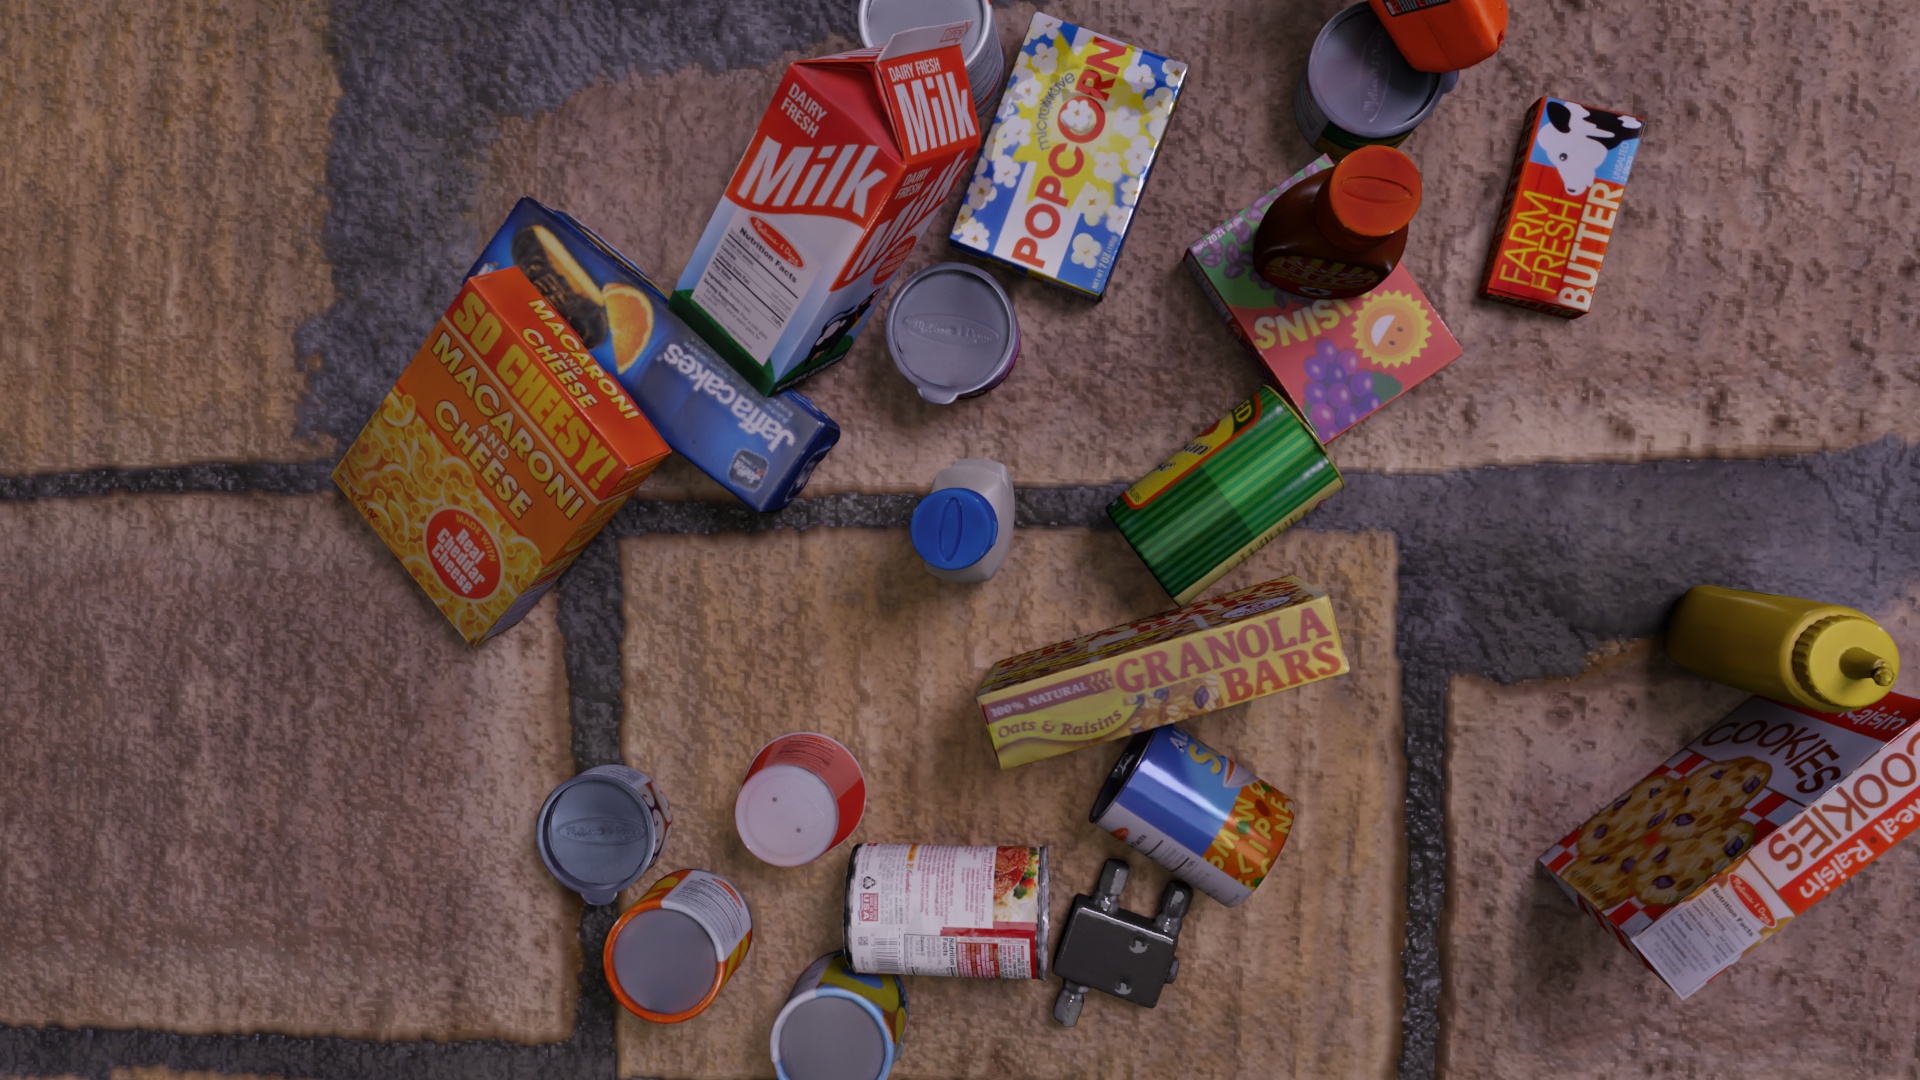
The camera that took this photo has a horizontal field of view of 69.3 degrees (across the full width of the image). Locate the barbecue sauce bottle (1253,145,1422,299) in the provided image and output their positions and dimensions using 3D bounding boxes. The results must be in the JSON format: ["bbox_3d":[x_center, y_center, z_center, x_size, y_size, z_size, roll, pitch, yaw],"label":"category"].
[{"bbox_3d":[0.170,-0.140,0.617,0.065,0.148,0.043,12,92,5],"label":"barbecue sauce bottle"}]

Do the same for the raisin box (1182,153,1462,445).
[{"bbox_3d":[0.183,-0.120,0.711,0.086,0.040,0.123,-34,87,5],"label":"raisin box"}]

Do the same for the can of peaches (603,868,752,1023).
[{"bbox_3d":[-0.152,0.218,0.744,0.071,0.058,0.071,0,92,5],"label":"can of peaches"}]

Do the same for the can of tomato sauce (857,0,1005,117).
[{"bbox_3d":[-0.015,-0.252,0.703,0.071,0.083,0.071,0,92,5],"label":"can of tomato sauce"}]

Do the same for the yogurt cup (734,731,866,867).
[{"bbox_3d":[-0.087,0.140,0.738,0.072,0.054,0.072,0,92,5],"label":"yogurt cup"}]

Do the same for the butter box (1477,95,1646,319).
[{"bbox_3d":[0.304,-0.168,0.705,0.053,0.024,0.103,15,93,4],"label":"butter box"}]

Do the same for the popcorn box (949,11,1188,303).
[{"bbox_3d":[0.056,-0.197,0.720,0.085,0.038,0.126,21,94,5],"label":"popcorn box"}]

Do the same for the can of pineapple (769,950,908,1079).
[{"bbox_3d":[-0.062,0.260,0.737,0.071,0.058,0.071,0,92,5],"label":"can of pineapple"}]

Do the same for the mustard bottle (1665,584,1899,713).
[{"bbox_3d":[0.384,0.051,0.638,0.065,0.160,0.048,17,93,3],"label":"mustard bottle"}]

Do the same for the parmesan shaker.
[{"bbox_3d":[0.132,-0.022,0.703,0.103,0.071,0.071,-37,89,6],"label":"parmesan shaker"}]

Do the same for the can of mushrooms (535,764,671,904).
[{"bbox_3d":[-0.194,0.159,0.759,0.071,0.033,0.071,0,92,5],"label":"can of mushrooms"}]

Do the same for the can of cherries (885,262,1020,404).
[{"bbox_3d":[-0.004,-0.104,0.720,0.071,0.058,0.071,0,93,4],"label":"can of cherries"}]

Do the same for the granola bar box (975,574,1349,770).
[{"bbox_3d":[0.096,0.062,0.683,0.165,0.124,0.039,-17,91,6],"label":"granola bar box"}]

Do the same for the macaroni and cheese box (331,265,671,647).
[{"bbox_3d":[-0.241,-0.041,0.720,0.124,0.040,0.165,50,122,1],"label":"macaroni and cheese box"}]

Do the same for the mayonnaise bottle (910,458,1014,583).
[{"bbox_3d":[0.002,-0.008,0.677,0.041,0.148,0.064,7,93,5],"label":"mayonnaise bottle"}]

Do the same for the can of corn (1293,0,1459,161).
[{"bbox_3d":[0.206,-0.228,0.695,0.071,0.058,0.071,0,92,5],"label":"can of corn"}]

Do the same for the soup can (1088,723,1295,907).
[{"bbox_3d":[0.120,0.136,0.713,0.084,0.071,0.071,32,95,3],"label":"soup can"}]

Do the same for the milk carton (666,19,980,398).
[{"bbox_3d":[-0.058,-0.165,0.659,0.073,0.073,0.189,43,128,6],"label":"milk carton"}]

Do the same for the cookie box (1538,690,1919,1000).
[{"bbox_3d":[0.374,0.132,0.660,0.167,0.123,0.040,-39,89,5],"label":"cookie box"}]
